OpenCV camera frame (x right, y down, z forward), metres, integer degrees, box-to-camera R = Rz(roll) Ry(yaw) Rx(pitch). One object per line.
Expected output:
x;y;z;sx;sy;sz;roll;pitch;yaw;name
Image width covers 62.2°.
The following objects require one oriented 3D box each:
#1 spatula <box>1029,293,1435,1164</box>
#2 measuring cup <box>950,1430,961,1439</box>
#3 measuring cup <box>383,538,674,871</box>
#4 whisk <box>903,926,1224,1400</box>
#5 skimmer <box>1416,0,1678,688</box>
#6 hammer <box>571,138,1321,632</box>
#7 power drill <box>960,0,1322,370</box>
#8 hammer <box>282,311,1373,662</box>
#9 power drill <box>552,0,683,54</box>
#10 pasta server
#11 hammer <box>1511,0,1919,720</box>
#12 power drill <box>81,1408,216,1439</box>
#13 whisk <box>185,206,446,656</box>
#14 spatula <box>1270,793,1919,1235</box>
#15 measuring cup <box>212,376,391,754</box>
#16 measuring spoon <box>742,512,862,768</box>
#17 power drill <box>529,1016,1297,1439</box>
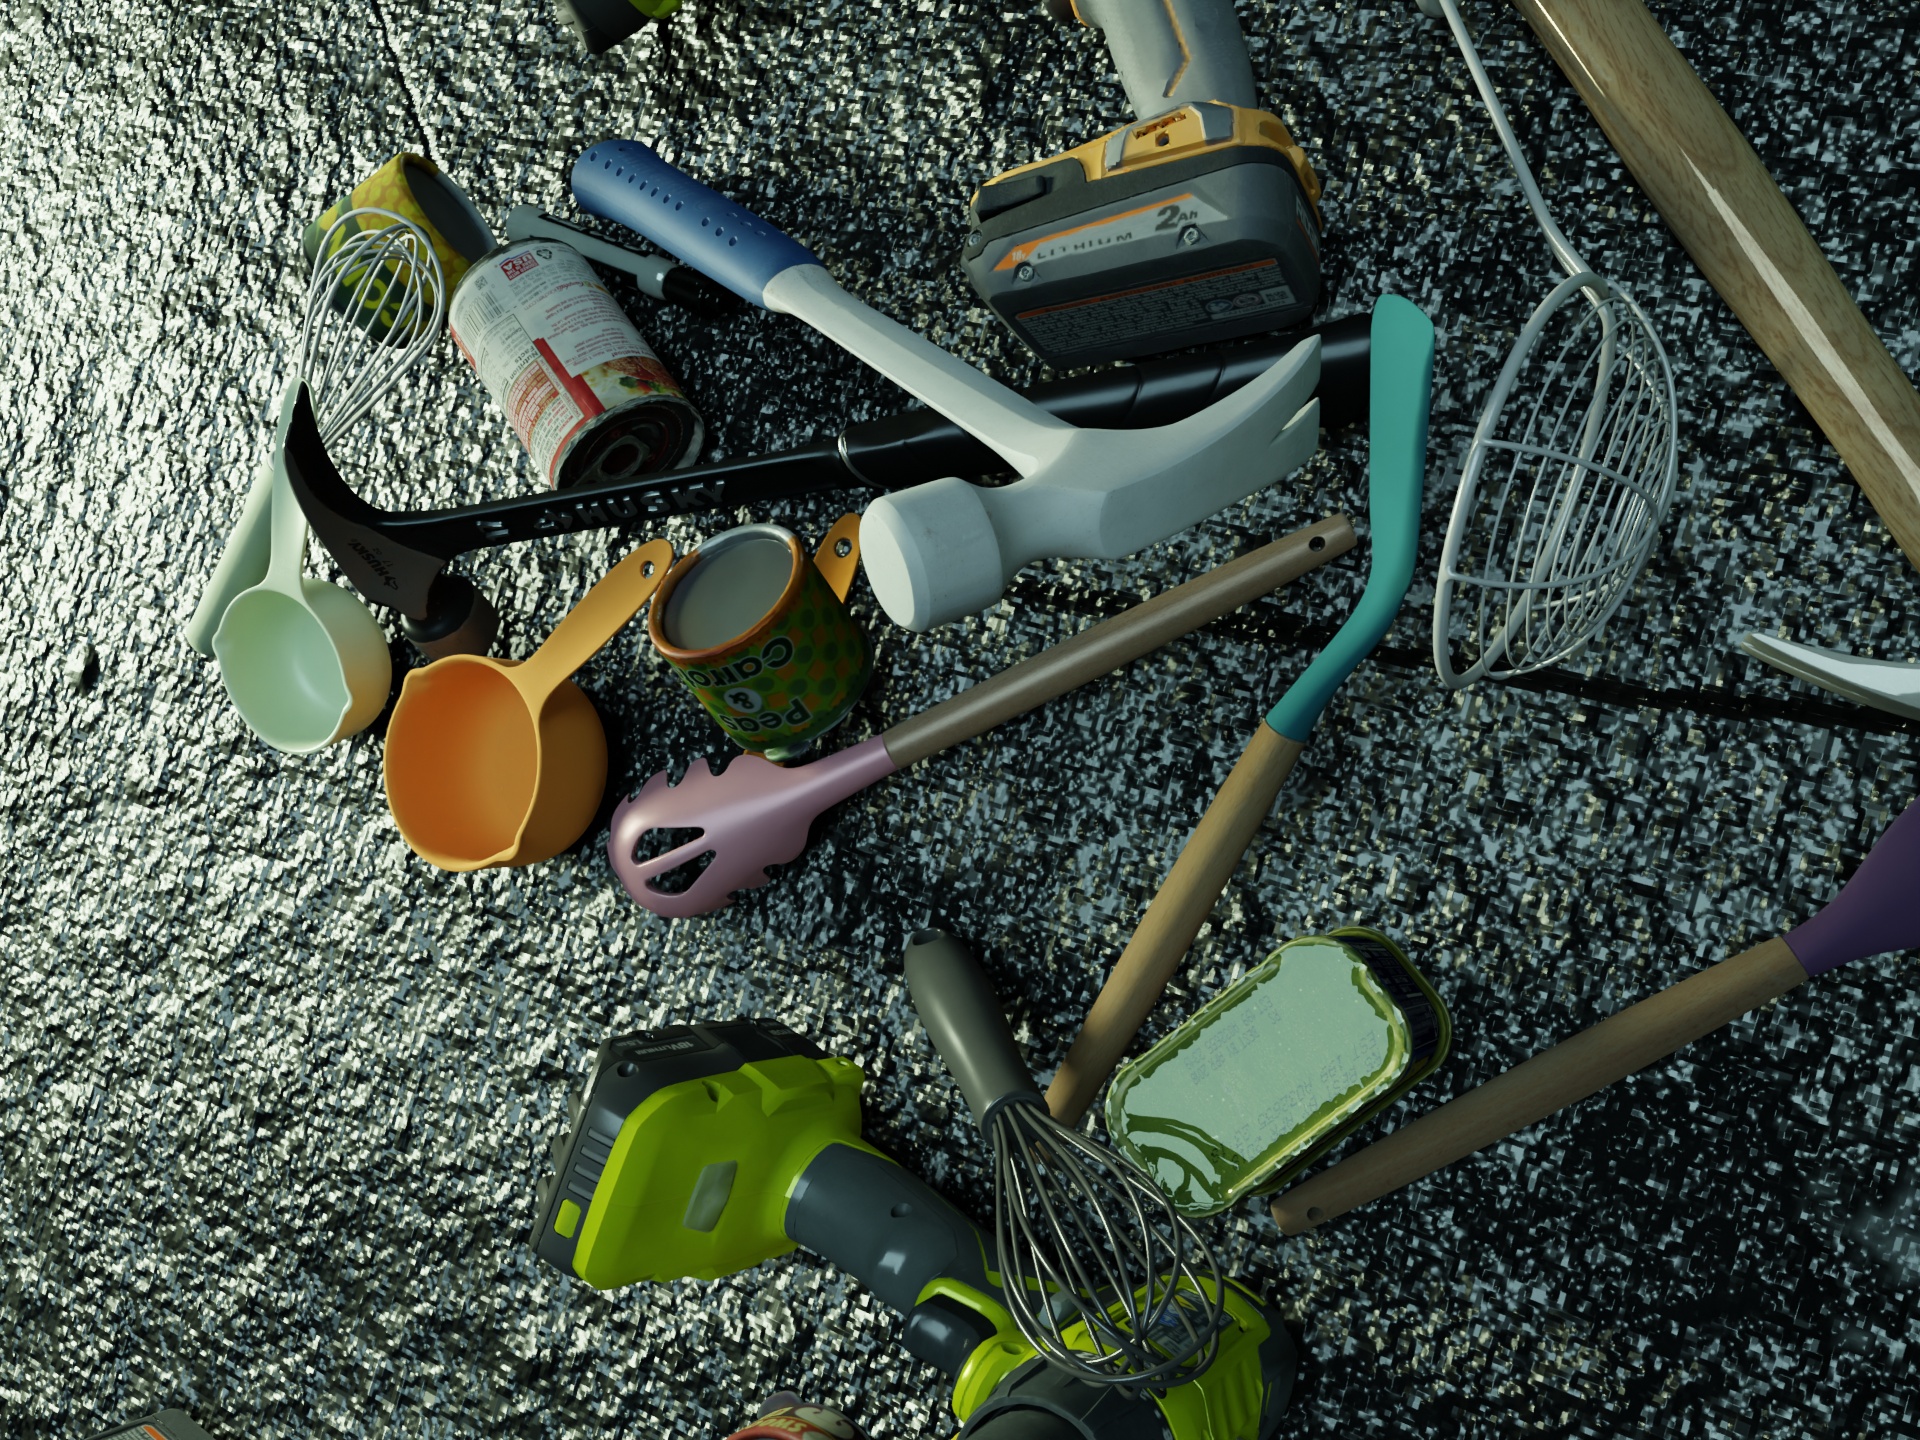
0.084;0.020;0.519;0.044;0.082;0.317;24;110;-6;spatula
0.037;0.314;0.545;0.062;0.029;0.156;-26;85;20;measuring cup
-0.160;-0.009;0.646;0.173;0.052;0.095;-43;69;18;measuring cup
0.019;0.122;0.496;0.055;0.055;0.239;-54;24;7;whisk
0.151;-0.189;0.534;0.090;0.127;0.364;-20;66;19;skimmer
-0.045;-0.145;0.543;0.144;0.035;0.406;-21;37;-21;hammer
0.043;-0.252;0.594;0.185;0.084;0.226;-6;76;24;power drill
-0.054;-0.098;0.590;0.409;0.149;0.036;-8;59;13;hammer
-0.074;-0.376;0.644;0.223;0.080;0.171;-22;43;17;power drill
-0.001;-0.002;0.598;0.316;0.040;0.060;-26;97;11;pasta server
0.257;-0.147;0.514;0.130;0.031;0.331;-30;72;15;hammer
-0.373;0.416;0.667;0.164;0.084;0.226;24;96;24;power drill
-0.292;-0.119;0.703;0.059;0.058;0.246;38;117;-3;whisk
0.233;0.084;0.493;0.316;0.018;0.059;-34;99;16;spatula
-0.280;-0.067;0.693;0.083;0.038;0.167;20;111;20;measuring cup
-0.061;-0.028;0.641;0.021;0.011;0.117;18;86;25;measuring spoon
-0.022;0.180;0.498;0.229;0.190;0.080;23;95;28;power drill
